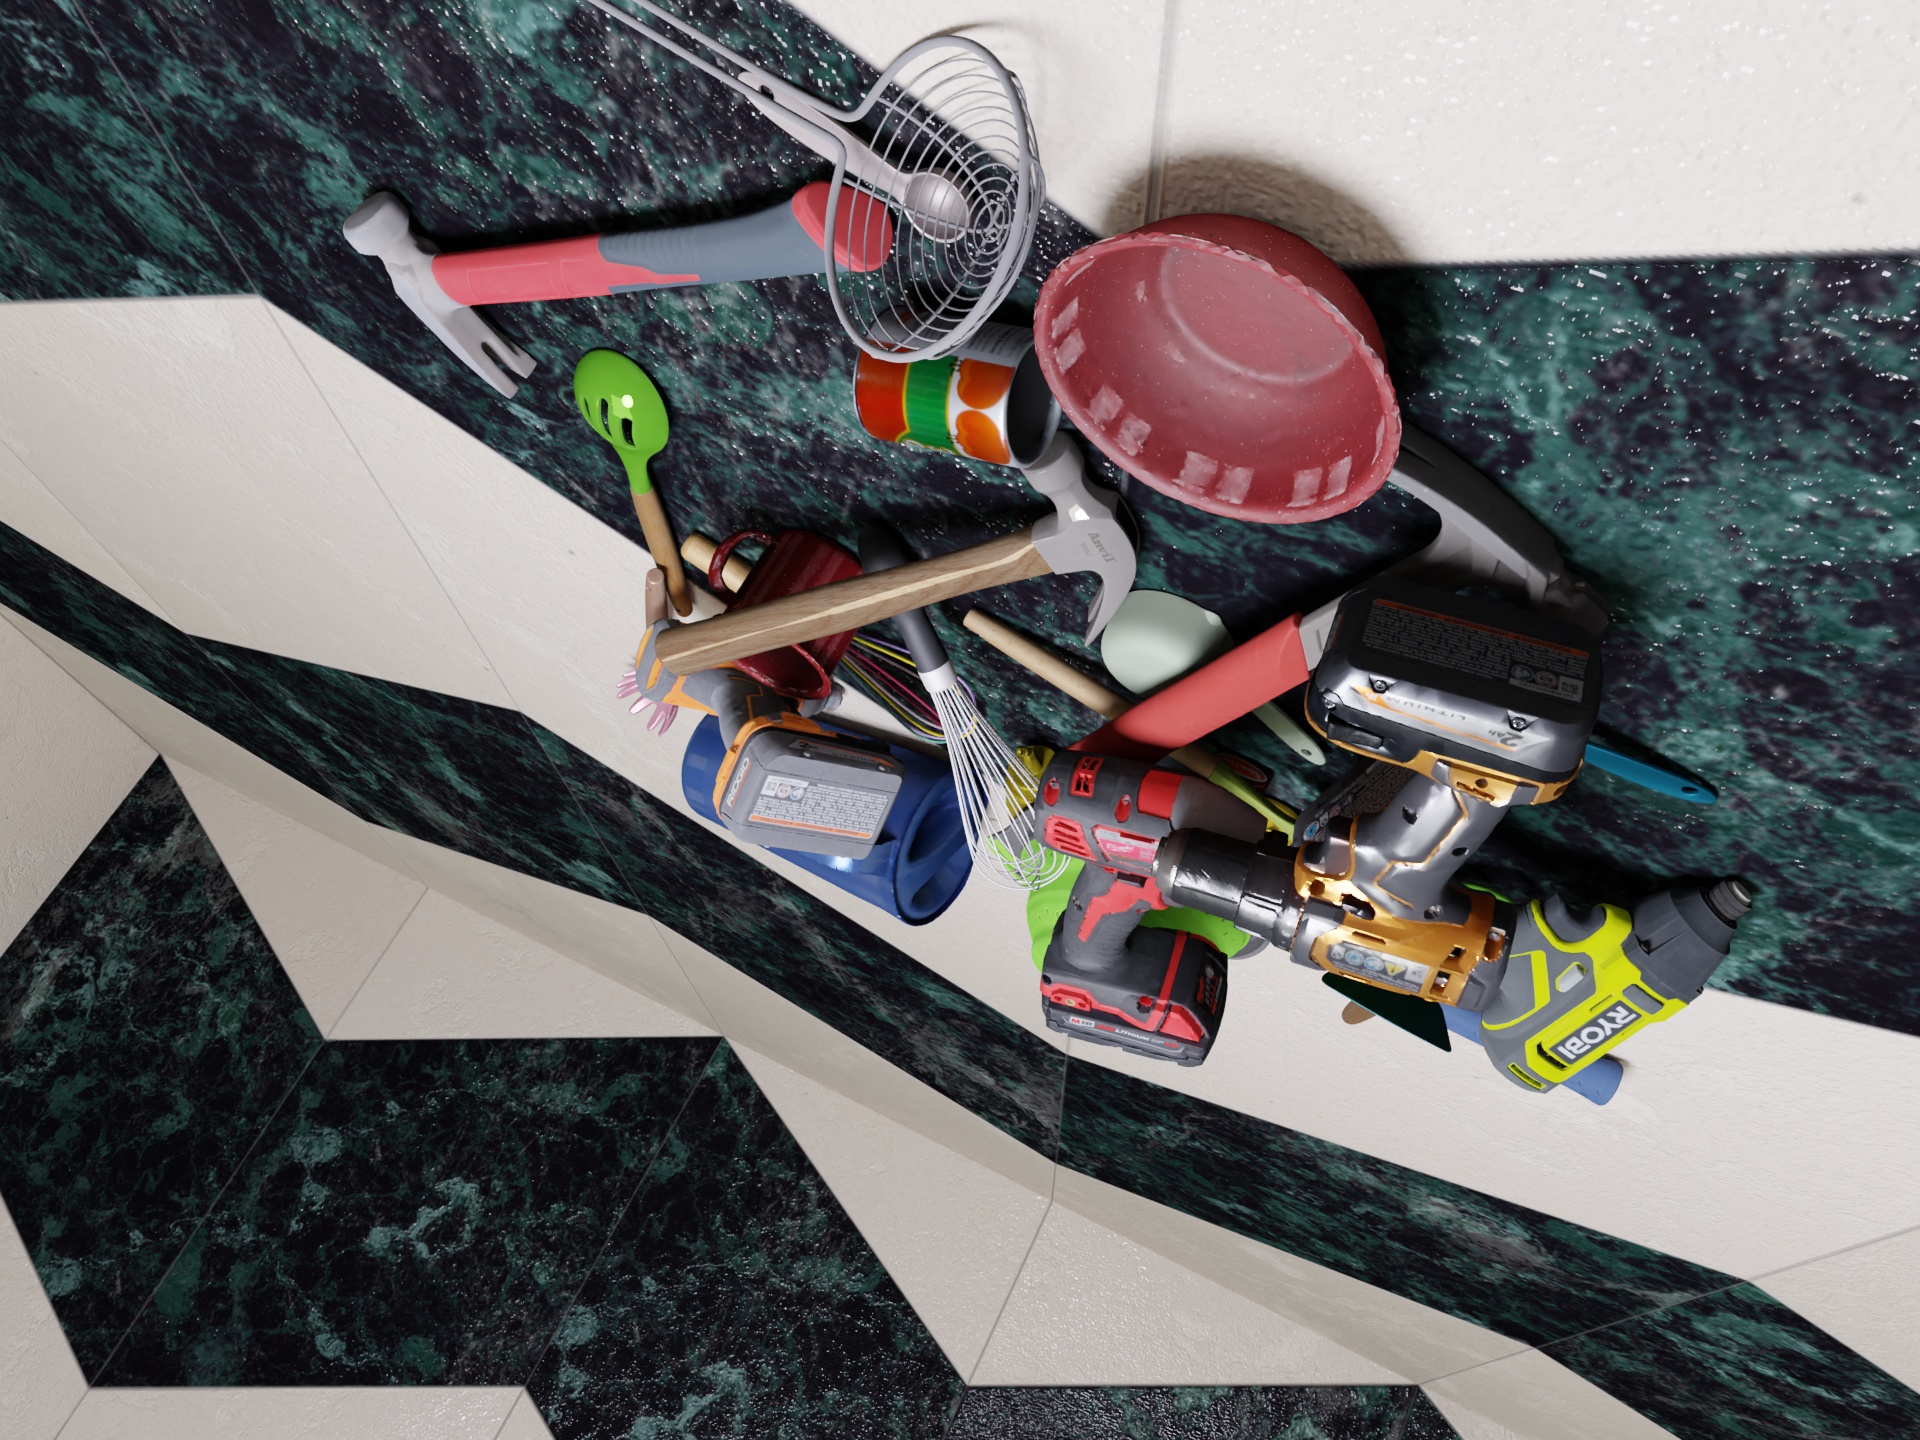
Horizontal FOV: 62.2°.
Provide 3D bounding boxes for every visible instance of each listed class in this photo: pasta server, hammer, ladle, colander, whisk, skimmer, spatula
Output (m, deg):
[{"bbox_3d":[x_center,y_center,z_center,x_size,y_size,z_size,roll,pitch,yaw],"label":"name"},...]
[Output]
[{"bbox_3d":[-0.253,-0.056,1.302,0.060,0.040,0.316,43,161,4],"label":"pasta server"},{"bbox_3d":[0.150,-0.031,0.841,0.149,0.037,0.359,35,147,-15],"label":"hammer"},{"bbox_3d":[0.144,0.006,1.000,0.320,0.062,0.078,32,-173,11],"label":"ladle"},{"bbox_3d":[0.292,0.184,1.198,0.405,0.035,0.144,25,157,9],"label":"hammer"},{"bbox_3d":[0.178,0.148,1.088,0.397,0.094,0.204,-1,144,40],"label":"colander"},{"bbox_3d":[-0.095,-0.057,1.136,0.245,0.051,0.047,33,163,-2],"label":"whisk"},{"bbox_3d":[-0.179,-0.236,0.861,0.386,0.038,0.143,9,151,40],"label":"hammer"},{"bbox_3d":[-0.126,-0.277,0.645,0.363,0.090,0.127,32,120,2],"label":"skimmer"},{"bbox_3d":[-0.003,-0.003,1.044,0.070,0.070,0.284,1,125,48],"label":"whisk"},{"bbox_3d":[-0.047,-0.072,0.933,0.331,0.031,0.129,-13,136,32],"label":"hammer"},{"bbox_3d":[0.273,0.194,1.065,0.082,0.044,0.317,28,170,14],"label":"spatula"}]

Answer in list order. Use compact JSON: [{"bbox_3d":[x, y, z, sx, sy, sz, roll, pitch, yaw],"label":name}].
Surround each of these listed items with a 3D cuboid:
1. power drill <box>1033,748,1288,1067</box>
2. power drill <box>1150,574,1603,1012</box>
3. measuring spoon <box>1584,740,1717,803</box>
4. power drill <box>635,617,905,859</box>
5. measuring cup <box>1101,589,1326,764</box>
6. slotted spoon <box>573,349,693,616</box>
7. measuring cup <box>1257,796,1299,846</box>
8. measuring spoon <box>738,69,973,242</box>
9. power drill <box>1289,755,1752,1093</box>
[{"bbox_3d":[0.116,0.112,0.959,0.143,0.079,0.219,12,139,13],"label":"power drill"},{"bbox_3d":[0.194,0.041,0.774,0.185,0.084,0.226,16,136,13],"label":"power drill"},{"bbox_3d":[0.334,0.011,0.820,0.128,0.021,0.042,22,157,-6],"label":"measuring spoon"},{"bbox_3d":[-0.127,0.007,1.144,0.164,0.084,0.227,12,-158,-34],"label":"power drill"},{"bbox_3d":[0.152,-0.012,0.942,0.167,0.038,0.083,39,156,-17],"label":"measuring cup"},{"bbox_3d":[-0.215,-0.148,1.104,0.070,0.031,0.313,26,159,11],"label":"slotted spoon"},{"bbox_3d":[0.163,0.048,1.078,0.156,0.029,0.062,31,157,2],"label":"measuring cup"},{"bbox_3d":[-0.044,-0.254,0.702,0.124,0.018,0.034,34,148,4],"label":"measuring spoon"},{"bbox_3d":[0.314,0.102,0.898,0.223,0.080,0.171,34,121,-14],"label":"power drill"}]
